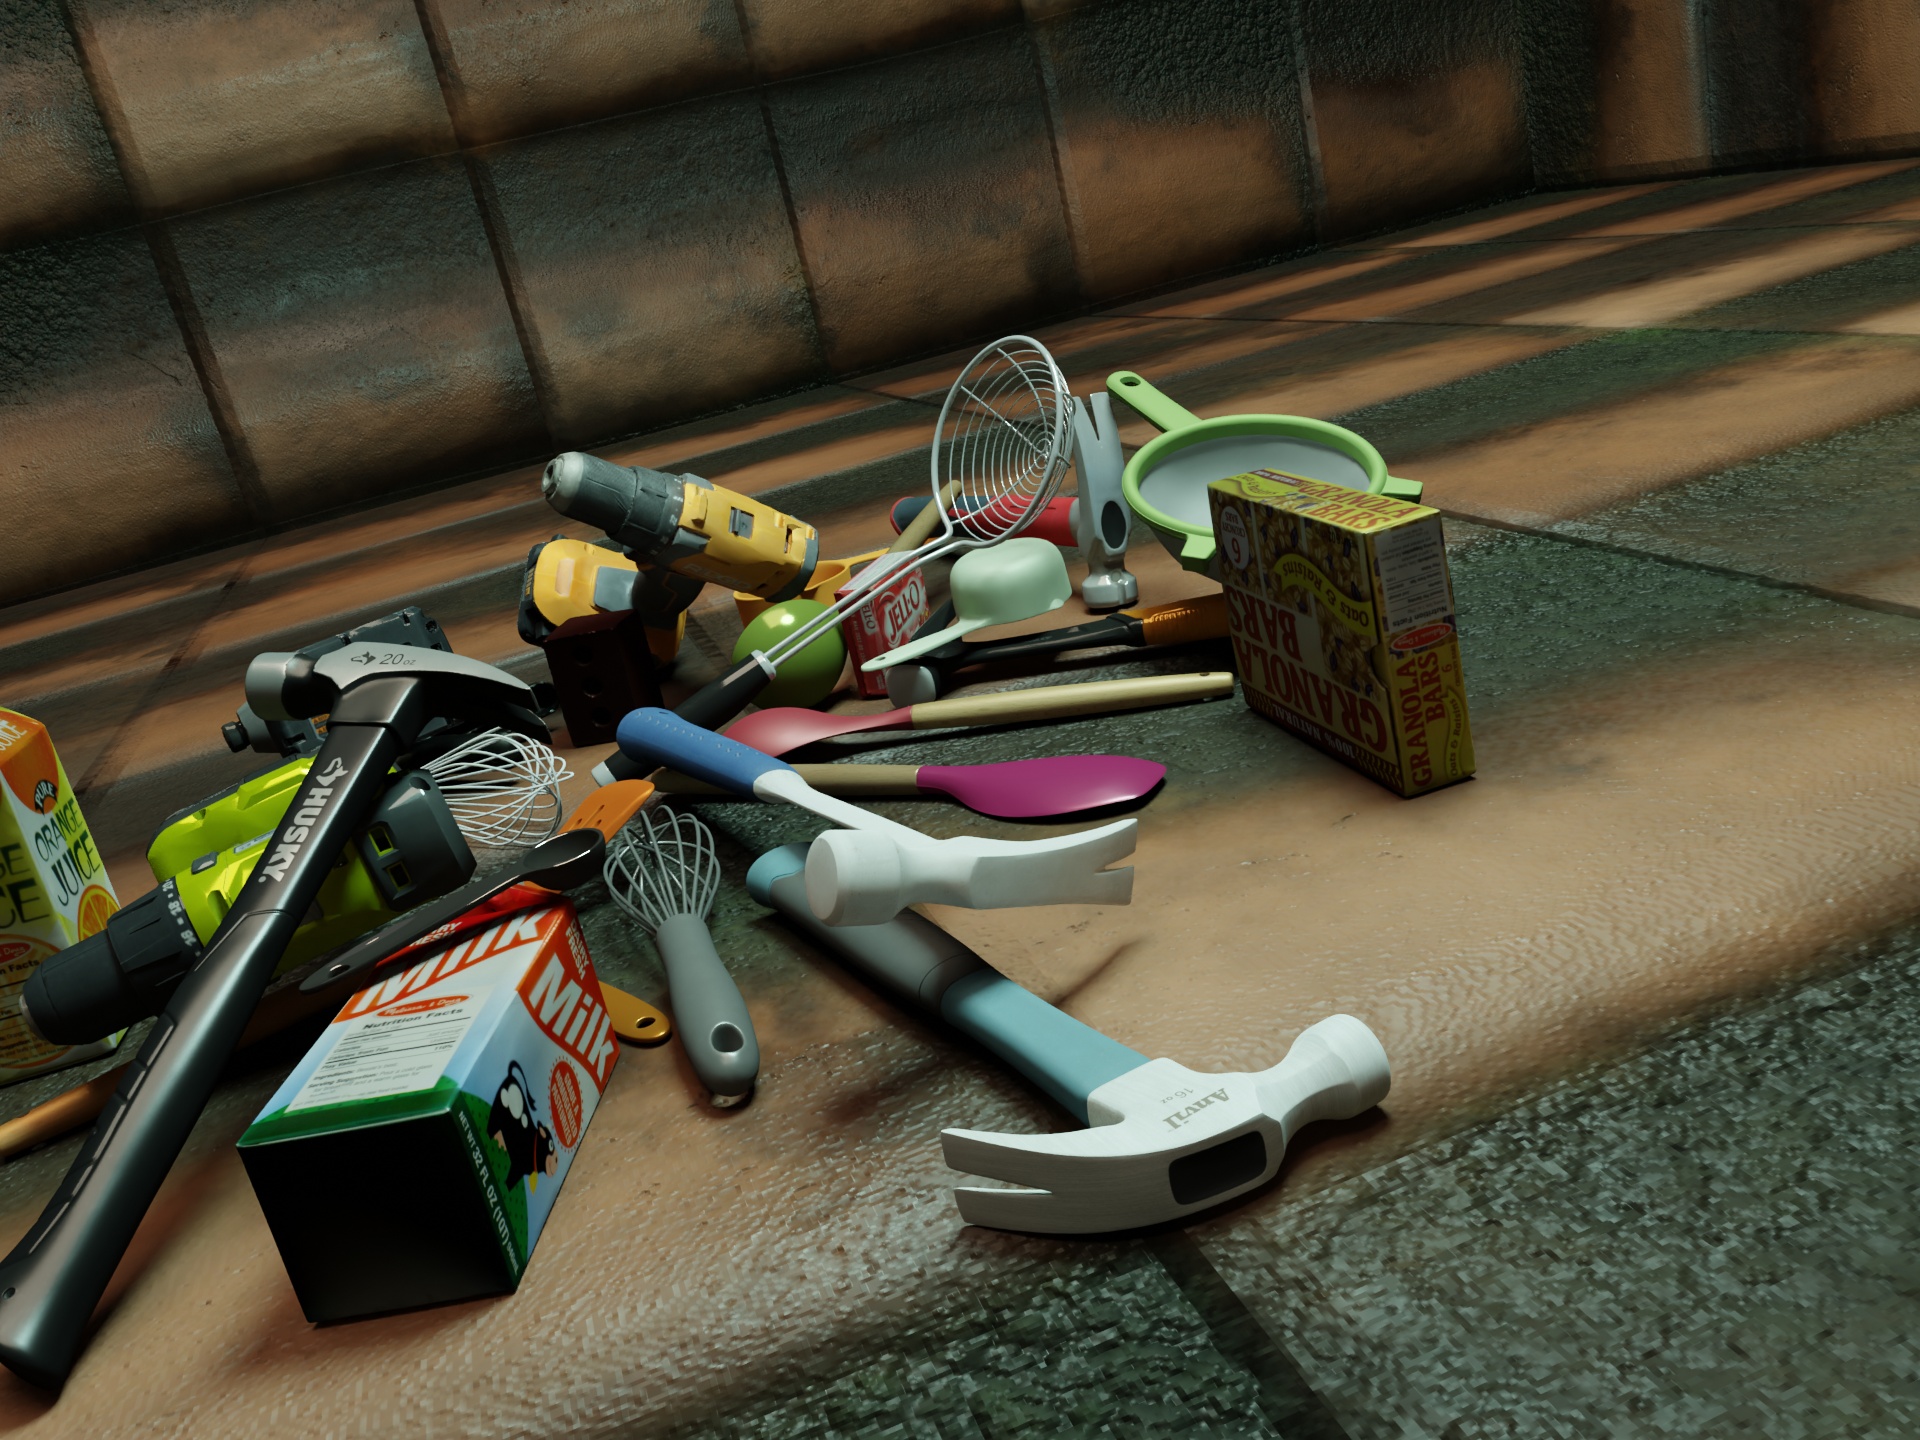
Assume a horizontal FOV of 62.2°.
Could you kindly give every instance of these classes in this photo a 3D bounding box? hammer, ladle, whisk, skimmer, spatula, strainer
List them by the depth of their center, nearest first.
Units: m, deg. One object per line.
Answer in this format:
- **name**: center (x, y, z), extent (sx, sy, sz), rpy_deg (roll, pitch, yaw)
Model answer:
- **hammer**: center (-0.001, 0.100, 0.601), extent (0.128, 0.033, 0.331), rpy_deg (-21, 20, -24)
- **hammer**: center (-0.276, 0.092, 0.622), extent (0.146, 0.035, 0.335), rpy_deg (1, 45, 11)
- **whisk**: center (-0.117, 0.095, 0.686), extent (0.055, 0.055, 0.239), rpy_deg (-18, 23, -12)
- **hammer**: center (-0.075, 0.034, 0.747), extent (0.144, 0.035, 0.406), rpy_deg (1, 6, -29)
- **spatula**: center (-0.290, 0.111, 0.757), extent (0.322, 0.041, 0.081), rpy_deg (-26, 12, -30)
- **ladle**: center (-0.001, -0.003, 0.913), extent (0.315, 0.031, 0.069), rpy_deg (-7, 21, 15)
- **skimmer**: center (-0.081, -0.088, 0.946), extent (0.363, 0.090, 0.127), rpy_deg (-37, 43, -6)
- **whisk**: center (-0.336, 0.044, 0.963), extent (0.285, 0.070, 0.070), rpy_deg (-6, 19, 37)
- **hammer**: center (0.127, -0.061, 0.975), extent (0.337, 0.034, 0.127), rpy_deg (-7, 21, 19)
- **strainer**: center (0.153, -0.145, 0.977), extent (0.151, 0.069, 0.257), rpy_deg (-18, 35, -13)
- **ladle**: center (-0.067, -0.103, 1.116), extent (0.062, 0.078, 0.320), rpy_deg (14, 35, 13)
- **hammer**: center (0.025, -0.173, 1.237), extent (0.038, 0.143, 0.386), rpy_deg (-13, 13, -21)

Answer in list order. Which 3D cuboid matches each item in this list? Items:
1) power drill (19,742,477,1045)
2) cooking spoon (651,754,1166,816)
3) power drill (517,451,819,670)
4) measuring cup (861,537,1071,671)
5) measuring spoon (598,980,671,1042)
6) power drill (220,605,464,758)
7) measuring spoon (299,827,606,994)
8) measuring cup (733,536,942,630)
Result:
- **power drill**: center (-0.345, 0.079, 0.781), extent (0.190, 0.080, 0.229), rpy_deg (-27, 14, -18)
- **cooking spoon**: center (-0.042, 0.032, 0.849), extent (0.319, 0.017, 0.069), rpy_deg (-2, 21, 31)
- **power drill**: center (-0.231, -0.110, 1.099), extent (0.185, 0.084, 0.226), rpy_deg (17, -24, -34)
- **measuring cup**: center (-0.001, -0.074, 0.987), extent (0.167, 0.038, 0.083), rpy_deg (-28, 24, -37)
- **measuring spoon**: center (-0.156, 0.118, 0.688), extent (0.021, 0.011, 0.117), rpy_deg (-26, 22, -32)
- **power drill**: center (-0.410, -0.014, 1.048), extent (0.143, 0.078, 0.220), rpy_deg (-25, 11, -24)
- **measuring spoon**: center (-0.190, 0.077, 0.608), extent (0.124, 0.018, 0.034), rpy_deg (-29, 23, -25)
- **measuring cup**: center (-0.082, -0.094, 1.193), extent (0.173, 0.052, 0.095), rpy_deg (-18, 19, -19)
